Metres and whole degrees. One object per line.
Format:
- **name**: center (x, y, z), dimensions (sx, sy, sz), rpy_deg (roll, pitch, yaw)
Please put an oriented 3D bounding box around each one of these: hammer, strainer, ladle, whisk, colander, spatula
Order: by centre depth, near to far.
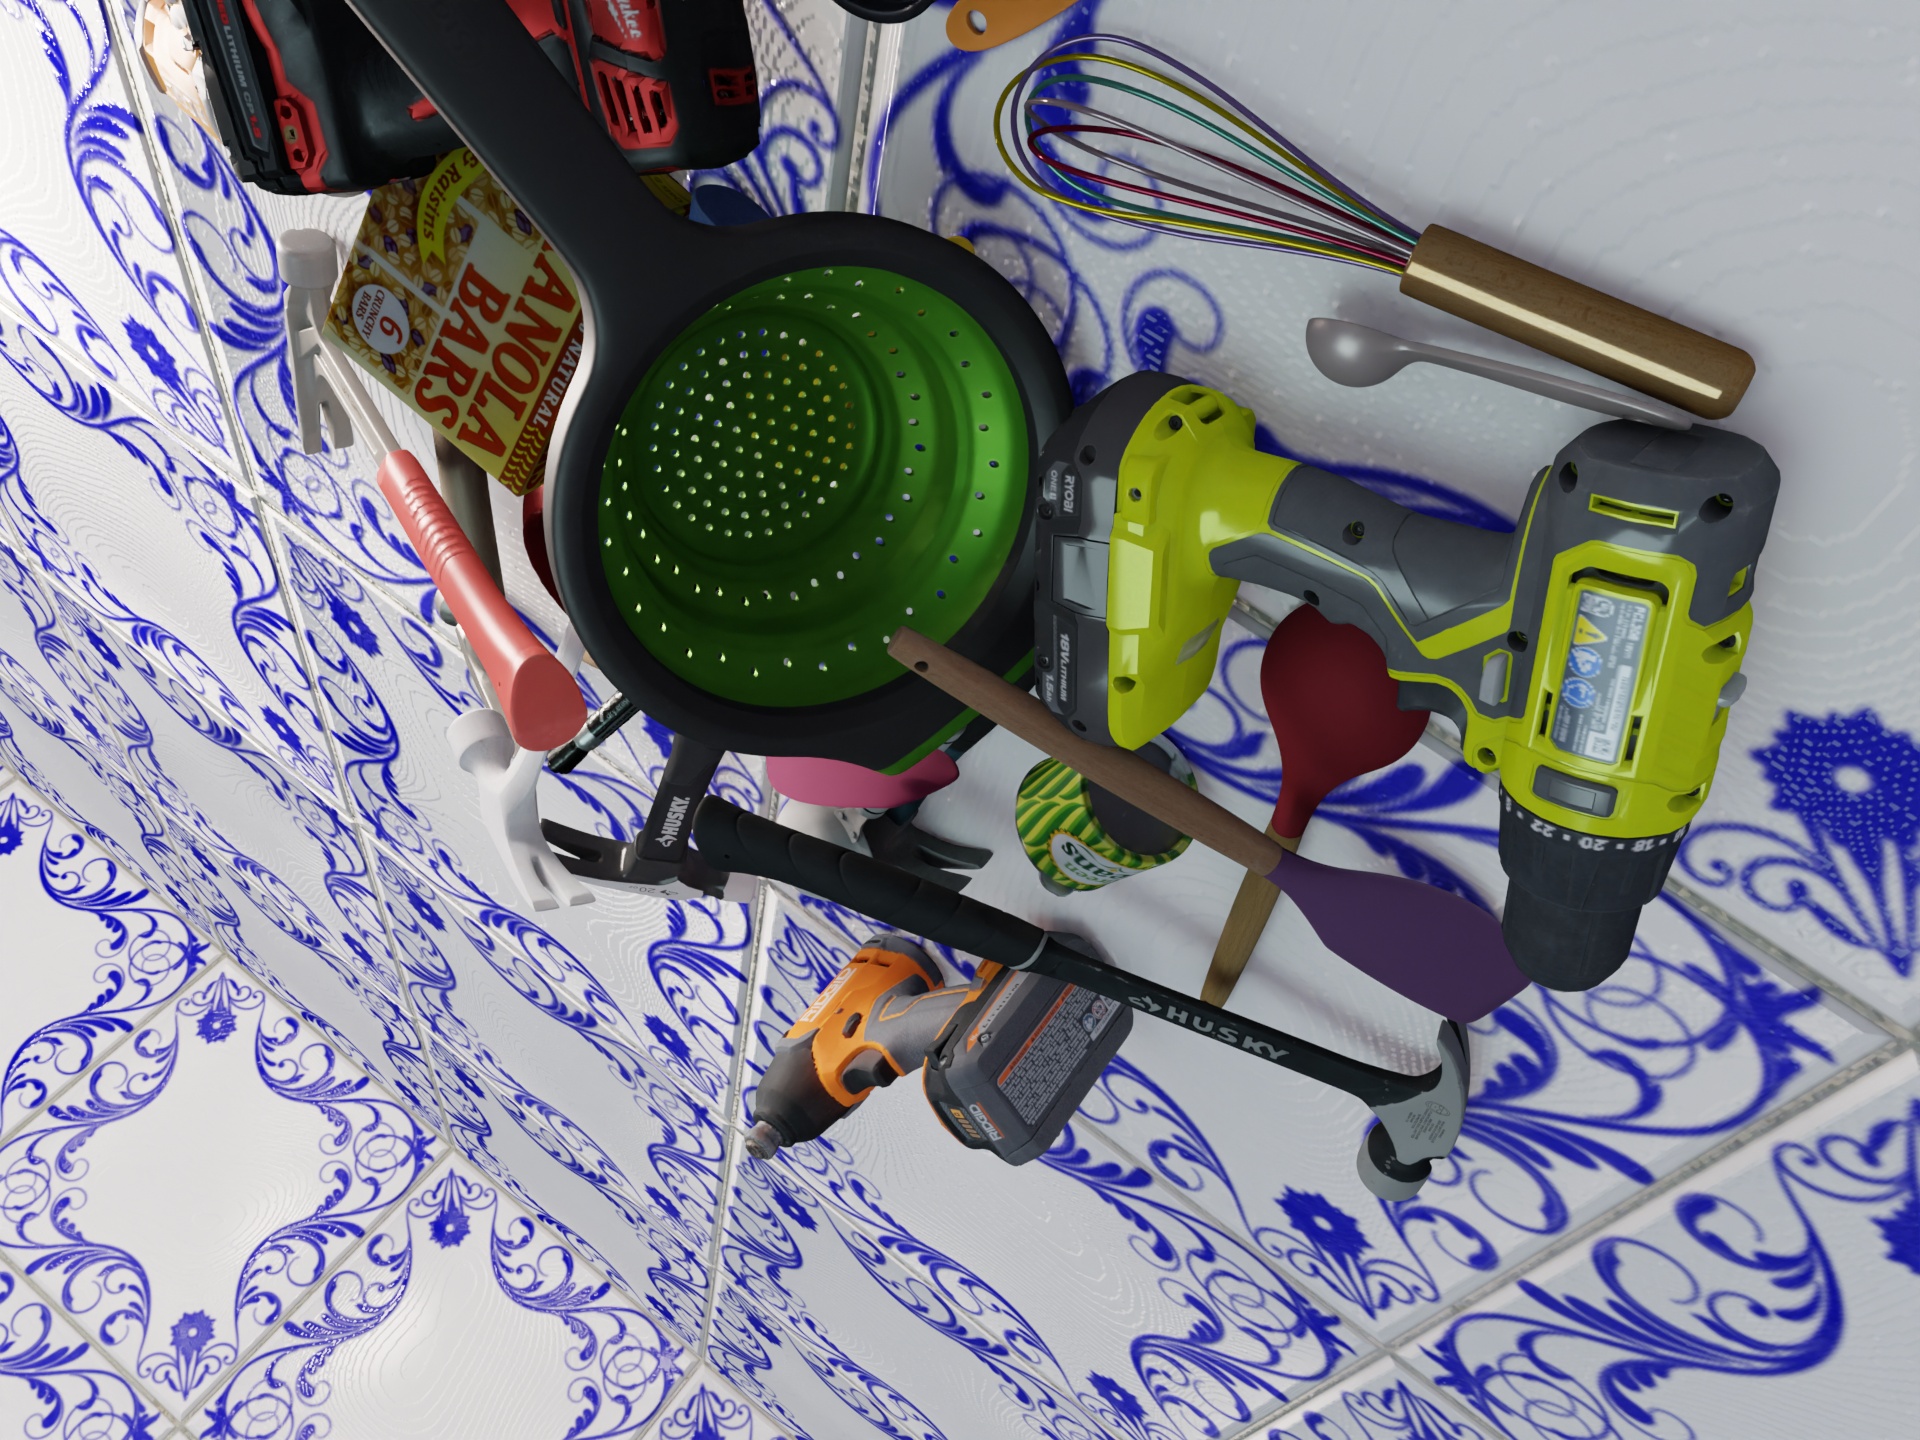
- **whisk**: center (0.116, -0.145, 0.484), dimensions (0.245, 0.047, 0.051), rpy_deg (29, 144, 16)
- **colander**: center (-0.105, -0.146, 0.561), dimensions (0.396, 0.204, 0.095), rpy_deg (51, 177, -38)
- **spatula**: center (0.107, 0.044, 0.643), dimensions (0.315, 0.018, 0.059), rpy_deg (30, 126, -16)
- **ladle**: center (0.140, 0.059, 0.712), dimensions (0.069, 0.031, 0.315), rpy_deg (32, 148, 18)
- **hammer**: center (-0.171, -0.067, 0.770), dimensions (0.144, 0.035, 0.405), rpy_deg (58, 135, 29)
- **hammer**: center (-0.001, -0.003, 0.787), dimensions (0.128, 0.033, 0.331), rpy_deg (43, 148, 2)
- **hammer**: center (0.052, 0.120, 0.792), dimensions (0.409, 0.036, 0.149), rpy_deg (20, 140, 11)
- **strainer**: center (-0.051, 0.044, 0.832), dimensions (0.087, 0.050, 0.258), rpy_deg (57, 146, 9)
- **hammer**: center (-0.289, -0.108, 0.846), dimensions (0.359, 0.036, 0.149), rpy_deg (51, 145, 32)
- **hammer**: center (-0.272, -0.151, 0.872), dimensions (0.146, 0.038, 0.410), rpy_deg (56, 153, 30)
- **hammer**: center (-0.163, 0.023, 0.936), dimensions (0.146, 0.035, 0.334), rpy_deg (9, 148, -15)

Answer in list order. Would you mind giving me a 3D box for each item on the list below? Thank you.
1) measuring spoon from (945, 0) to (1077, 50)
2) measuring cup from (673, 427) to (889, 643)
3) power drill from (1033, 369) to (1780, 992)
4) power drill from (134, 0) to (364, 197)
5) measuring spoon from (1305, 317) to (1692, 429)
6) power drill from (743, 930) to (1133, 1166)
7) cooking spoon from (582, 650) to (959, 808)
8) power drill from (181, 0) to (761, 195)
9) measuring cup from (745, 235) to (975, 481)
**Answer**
- **measuring spoon**: center (0.034, -0.237, 0.501), dimensions (0.117, 0.011, 0.021), rpy_deg (-1, 129, 53)
- **measuring cup**: center (-0.076, -0.084, 0.769), dimensions (0.168, 0.038, 0.083), rpy_deg (34, 147, 13)
- **power drill**: center (0.140, -0.019, 0.543), dimensions (0.229, 0.080, 0.190), rpy_deg (20, 126, 32)
- **power drill**: center (-0.331, -0.343, 0.684), dimensions (0.185, 0.084, 0.226), rpy_deg (40, 153, 33)
- **measuring spoon**: center (0.159, -0.100, 0.485), dimensions (0.124, 0.034, 0.018), rpy_deg (26, 101, 35)
- **power drill**: center (-0.026, 0.196, 0.926), dimensions (0.226, 0.164, 0.084), rpy_deg (-12, 118, 50)
- **cooking spoon**: center (-0.111, -0.006, 0.761), dimensions (0.319, 0.069, 0.017), rpy_deg (19, 124, 49)
- **power drill**: center (-0.181, -0.272, 0.592), dimensions (0.220, 0.078, 0.143), rpy_deg (3, 115, 25)
- **measuring cup**: center (-0.037, -0.156, 0.664), dimensions (0.062, 0.029, 0.156), rpy_deg (46, 136, -9)
